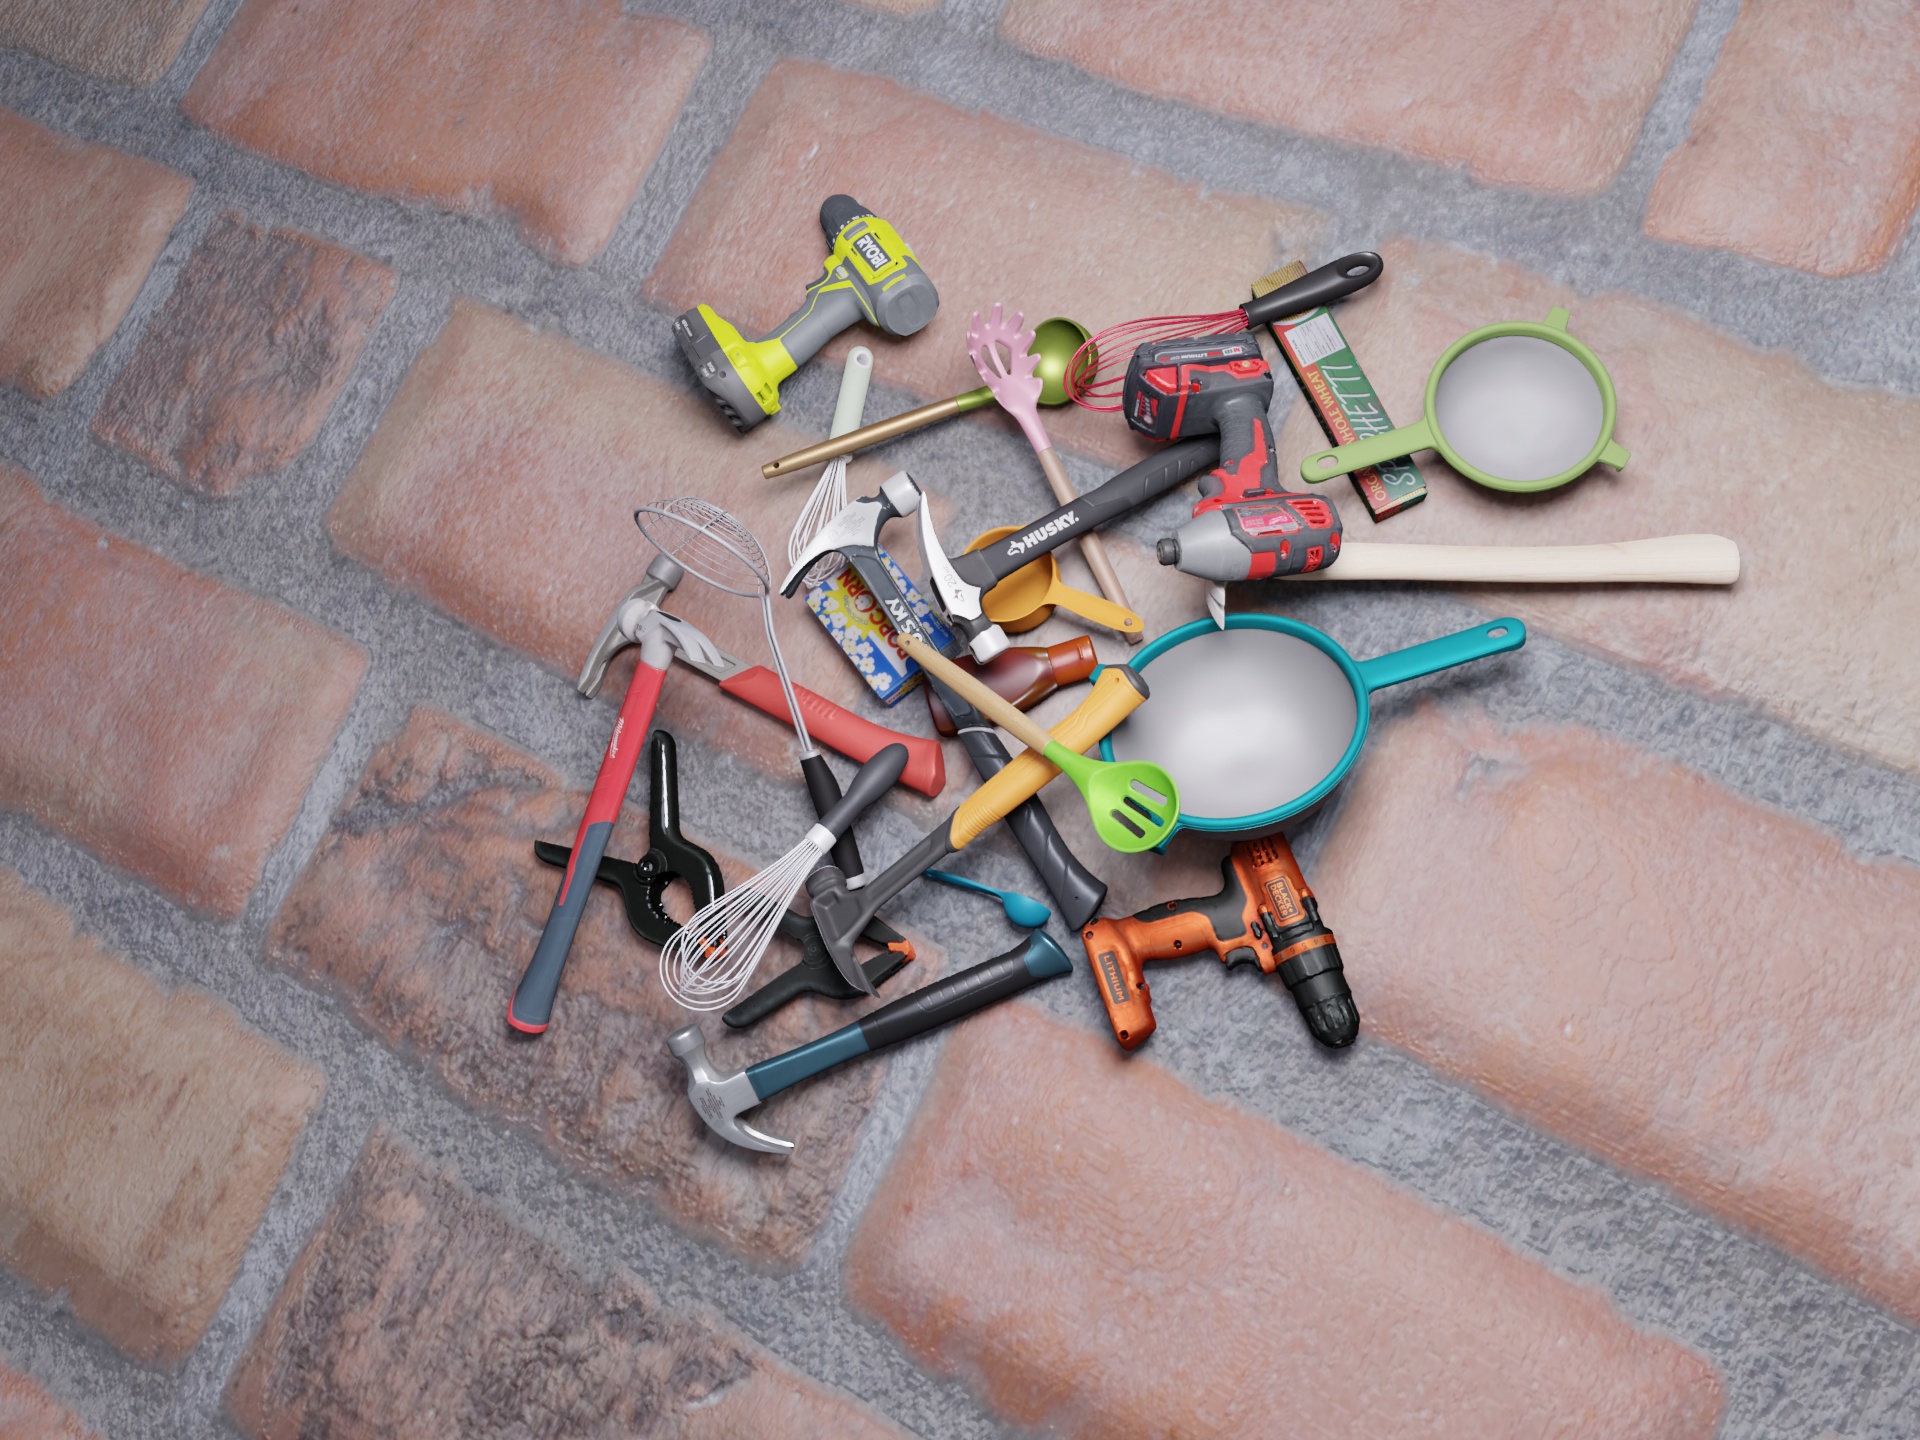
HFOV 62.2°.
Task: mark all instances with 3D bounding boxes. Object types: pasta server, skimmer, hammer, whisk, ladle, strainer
[{"bbox_3d":[0.086,-0.211,1.375,0.060,0.040,0.316,-24,85,-13],"label":"pasta server"},{"bbox_3d":[-0.174,-0.019,1.347,0.090,0.127,0.363,-20,93,-23],"label":"skimmer"},{"bbox_3d":[0.403,-0.121,1.274,0.410,0.038,0.146,1,34,11],"label":"hammer"},{"bbox_3d":[-0.002,-0.004,1.335,0.149,0.036,0.409,-33,81,7],"label":"hammer"},{"bbox_3d":[-0.114,-0.236,1.470,0.057,0.059,0.246,17,72,-19],"label":"whisk"},{"bbox_3d":[-0.304,0.095,1.359,0.143,0.038,0.386,30,102,49],"label":"hammer"},{"bbox_3d":[-0.066,0.252,1.307,0.331,0.033,0.128,-24,94,2],"label":"hammer"},{"bbox_3d":[0.116,-0.188,1.345,0.335,0.035,0.146,-30,85,-15],"label":"hammer"},{"bbox_3d":[-0.135,0.122,1.301,0.070,0.070,0.285,34,68,20],"label":"whisk"},{"bbox_3d":[-0.029,-0.280,1.428,0.320,0.062,0.078,-20,77,-1],"label":"ladle"},{"bbox_3d":[0.404,-0.232,1.312,0.256,0.069,0.152,-17,73,3],"label":"strainer"},{"bbox_3d":[0.227,-0.341,1.372,0.296,0.073,0.073,-22,70,0],"label":"whisk"},{"bbox_3d":[0.282,0.002,1.267,0.340,0.095,0.211,-18,49,4],"label":"strainer"},{"bbox_3d":[0.018,0.077,1.269,0.337,0.034,0.127,-41,47,13],"label":"hammer"},{"bbox_3d":[-0.173,-0.016,1.425,0.359,0.036,0.149,27,83,20],"label":"hammer"}]

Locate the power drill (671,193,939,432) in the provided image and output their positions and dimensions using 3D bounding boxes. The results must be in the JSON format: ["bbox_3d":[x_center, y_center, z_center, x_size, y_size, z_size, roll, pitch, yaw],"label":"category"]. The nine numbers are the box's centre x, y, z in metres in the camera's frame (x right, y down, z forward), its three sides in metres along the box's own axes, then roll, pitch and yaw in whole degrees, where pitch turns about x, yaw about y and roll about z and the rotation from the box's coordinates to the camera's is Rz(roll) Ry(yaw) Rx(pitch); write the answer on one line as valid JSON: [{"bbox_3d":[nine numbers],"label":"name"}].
[{"bbox_3d":[-0.151,-0.392,1.497,0.228,0.080,0.191,-34,53,2],"label":"power drill"}]

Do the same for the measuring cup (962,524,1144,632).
[{"bbox_3d":[0.081,-0.104,1.377,0.174,0.052,0.095,23,81,17],"label":"measuring cup"}]

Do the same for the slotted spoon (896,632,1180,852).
[{"bbox_3d":[0.053,0.007,1.234,0.314,0.031,0.070,37,93,36],"label":"slotted spoon"}]

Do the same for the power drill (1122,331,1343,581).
[{"bbox_3d":[0.206,-0.205,1.279,0.143,0.078,0.220,-9,58,-8],"label":"power drill"}]

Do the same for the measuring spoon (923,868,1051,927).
[{"bbox_3d":[0.015,0.149,1.331,0.129,0.042,0.021,15,71,26],"label":"measuring spoon"}]
